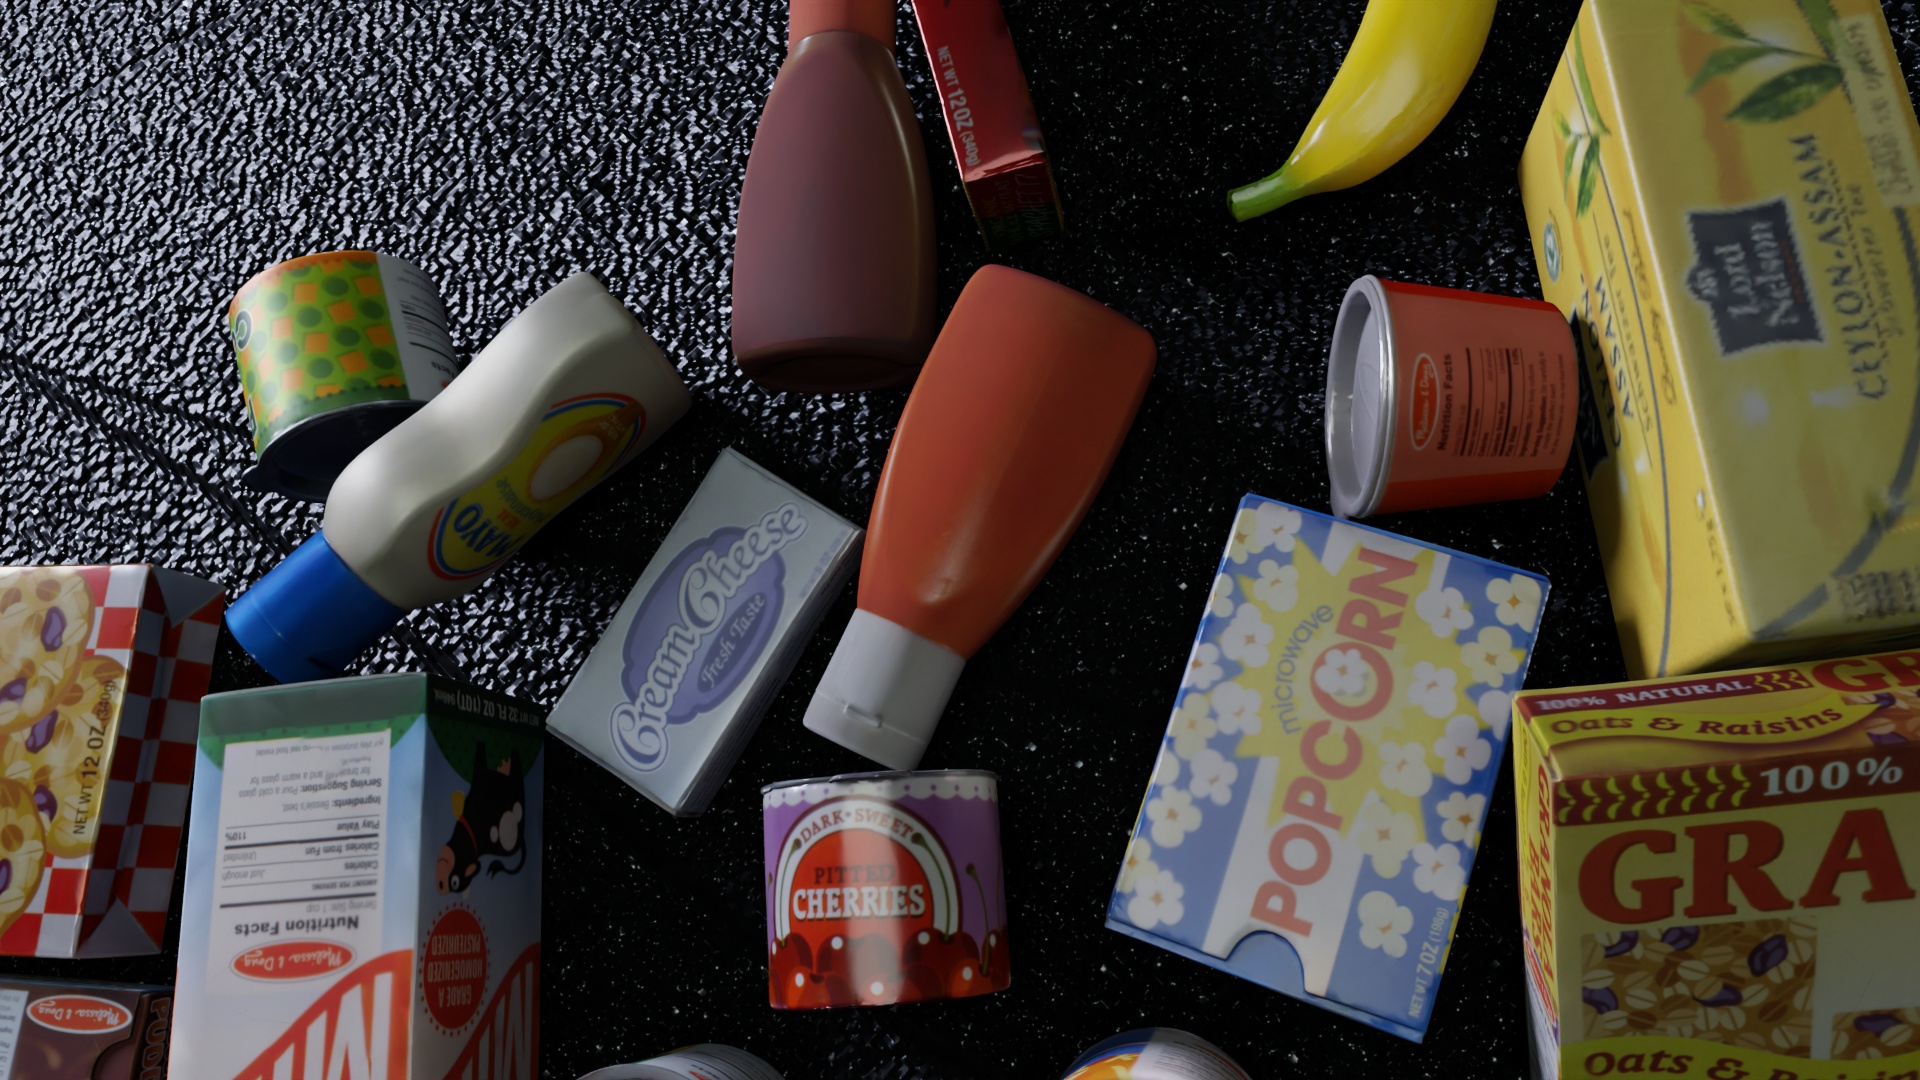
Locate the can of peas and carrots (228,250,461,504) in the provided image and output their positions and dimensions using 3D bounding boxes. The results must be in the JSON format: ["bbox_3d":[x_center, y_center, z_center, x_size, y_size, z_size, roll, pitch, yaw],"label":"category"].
[{"bbox_3d":[-0.200,-0.051,0.452,0.071,0.071,0.059,-22,72,4],"label":"can of peas and carrots"}]

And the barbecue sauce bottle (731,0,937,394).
[{"bbox_3d":[-0.040,-0.124,0.454,0.065,0.043,0.149,-3,74,10],"label":"barbecue sauce bottle"}]

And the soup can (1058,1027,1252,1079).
[{"bbox_3d":[0.045,0.161,0.341,0.071,0.083,0.071,-3,76,10],"label":"soup can"}]

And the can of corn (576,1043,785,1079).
[{"bbox_3d":[-0.080,0.174,0.374,0.071,0.058,0.071,-3,75,10],"label":"can of corn"}]

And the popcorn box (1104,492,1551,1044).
[{"bbox_3d":[0.100,0.059,0.381,0.085,0.038,0.127,17,79,13],"label":"popcorn box"}]

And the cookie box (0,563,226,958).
[{"bbox_3d":[-0.340,0.071,0.460,0.167,0.040,0.123,0,75,11],"label":"cookie box"}]

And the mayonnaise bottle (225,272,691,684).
[{"bbox_3d":[-0.154,-0.015,0.429,0.148,0.064,0.041,-43,67,-9],"label":"mayonnaise bottle"}]

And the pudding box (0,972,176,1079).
[{"bbox_3d":[-0.284,0.162,0.431,0.084,0.030,0.050,1,75,11],"label":"pudding box"}]

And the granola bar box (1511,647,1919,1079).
[{"bbox_3d":[0.217,0.086,0.318,0.165,0.039,0.123,-8,113,9],"label":"granola bar box"}]

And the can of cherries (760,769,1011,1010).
[{"bbox_3d":[-0.021,0.095,0.377,0.071,0.071,0.058,-6,75,9],"label":"can of cherries"}]

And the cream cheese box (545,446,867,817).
[{"bbox_3d":[-0.077,0.028,0.430,0.053,0.024,0.104,30,83,17],"label":"cream cheese box"}]

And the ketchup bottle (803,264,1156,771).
[{"bbox_3d":[0.001,-0.005,0.414,0.065,0.043,0.149,25,81,8],"label":"ketchup bottle"}]

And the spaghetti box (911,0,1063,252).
[{"bbox_3d":[-0.012,-0.218,0.470,0.029,0.050,0.250,-16,73,5],"label":"spaghetti box"}]

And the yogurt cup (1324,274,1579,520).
[{"bbox_3d":[0.136,-0.040,0.388,0.054,0.072,0.072,1,76,3],"label":"yogurt cup"}]

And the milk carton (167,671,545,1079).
[{"bbox_3d":[-0.168,0.139,0.394,0.073,0.072,0.191,-7,73,9],"label":"milk carton"}]
